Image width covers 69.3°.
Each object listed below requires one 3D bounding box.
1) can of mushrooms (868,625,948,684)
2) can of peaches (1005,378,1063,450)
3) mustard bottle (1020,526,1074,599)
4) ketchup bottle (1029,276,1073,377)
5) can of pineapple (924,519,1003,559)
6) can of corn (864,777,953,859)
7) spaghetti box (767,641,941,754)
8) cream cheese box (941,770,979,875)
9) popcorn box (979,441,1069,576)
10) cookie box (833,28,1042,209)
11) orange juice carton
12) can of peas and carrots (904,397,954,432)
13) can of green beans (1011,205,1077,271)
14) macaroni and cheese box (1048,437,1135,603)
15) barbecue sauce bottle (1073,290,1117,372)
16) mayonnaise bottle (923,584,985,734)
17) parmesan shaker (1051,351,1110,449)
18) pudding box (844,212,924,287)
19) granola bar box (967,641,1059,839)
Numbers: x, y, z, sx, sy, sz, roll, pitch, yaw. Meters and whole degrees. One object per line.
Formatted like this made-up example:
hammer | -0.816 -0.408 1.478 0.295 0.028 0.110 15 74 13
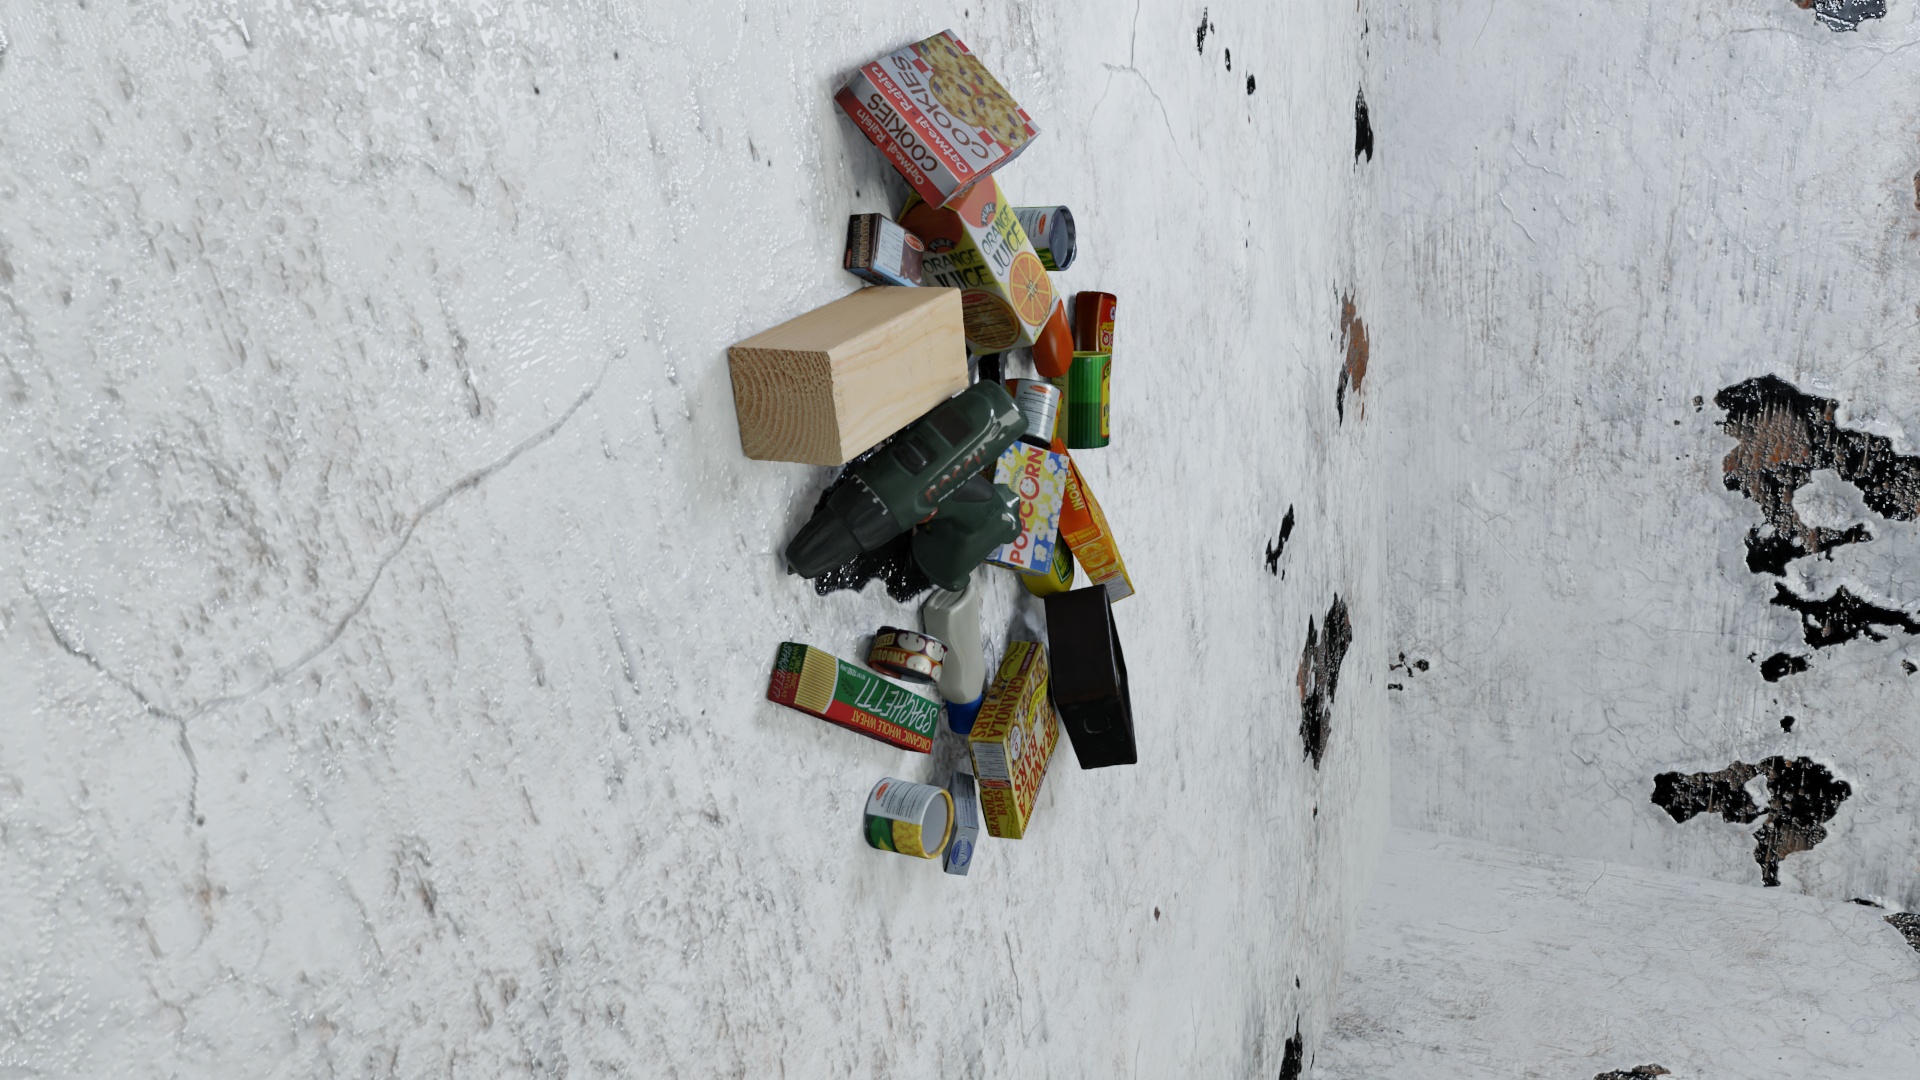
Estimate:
can of mushrooms | -0.048 0.102 1.232 0.071 0.071 0.033 44 57 -57
can of peaches | 0.068 -0.127 1.421 0.071 0.071 0.058 31 67 -60
mustard bottle | 0.081 -0.002 1.482 0.159 0.049 0.065 62 36 -47
ketchup bottle | 0.087 -0.226 1.429 0.148 0.043 0.065 61 32 -68
can of pineapple | 0.005 -0.017 1.323 0.071 0.058 0.071 -17 109 -61
can of corn | -0.046 0.255 1.269 0.071 0.058 0.071 -18 110 -61
spaghetti box | -0.085 0.141 1.206 0.249 0.028 0.050 35 64 -59
cream cheese box | -0.001 0.270 1.331 0.104 0.024 0.053 -98 -159 -70
popcorn box | 0.056 -0.034 1.401 0.085 0.038 0.127 16 78 -28
cookie box | -0.016 -0.359 1.177 0.123 0.040 0.168 47 40 -4
orange juice carton | 0.008 -0.265 1.251 0.192 0.073 0.072 56 46 -32
can of peas and carrots | -0.010 -0.098 1.275 0.059 0.071 0.071 15 81 -63
can of green beans | 0.079 -0.308 1.420 0.071 0.058 0.071 -17 109 -61
macaroni and cheese box | 0.137 -0.020 1.534 0.166 0.040 0.124 53 16 -54
barbecue sauce bottle | 0.152 -0.209 1.593 0.065 0.043 0.148 -4 99 -66
mayonnaise bottle | -0.002 0.118 1.352 0.065 0.041 0.147 -45 134 -52
parmesan shaker | 0.133 -0.157 1.544 0.071 0.071 0.102 -23 115 -60
pudding box | -0.064 -0.243 1.183 0.084 0.030 0.049 12 83 -63
granola bar box | 0.056 0.198 1.399 0.166 0.039 0.123 -61 145 -55
